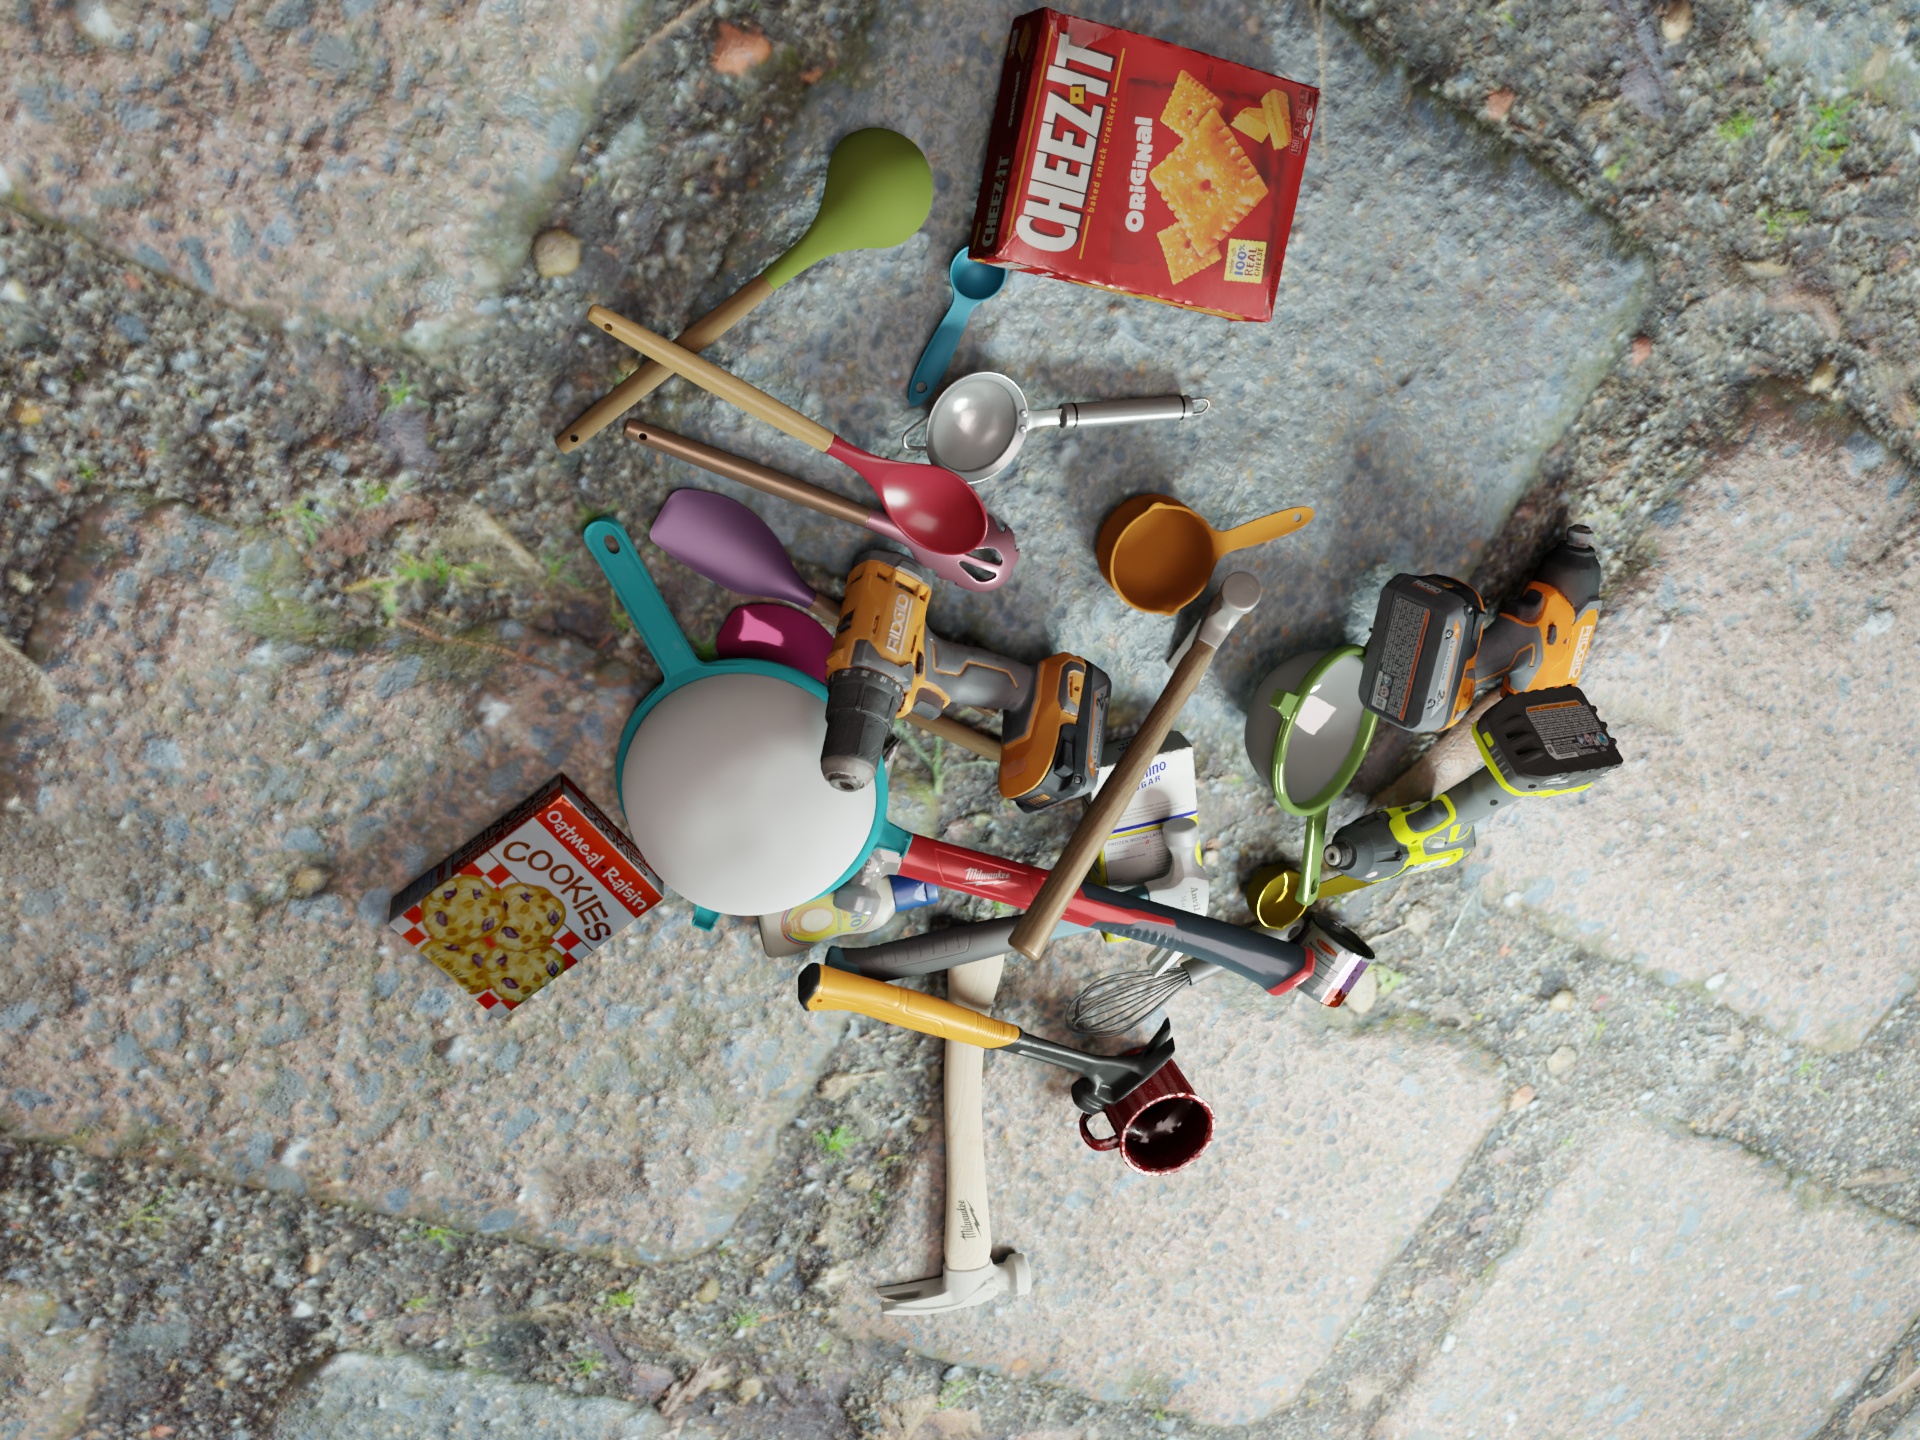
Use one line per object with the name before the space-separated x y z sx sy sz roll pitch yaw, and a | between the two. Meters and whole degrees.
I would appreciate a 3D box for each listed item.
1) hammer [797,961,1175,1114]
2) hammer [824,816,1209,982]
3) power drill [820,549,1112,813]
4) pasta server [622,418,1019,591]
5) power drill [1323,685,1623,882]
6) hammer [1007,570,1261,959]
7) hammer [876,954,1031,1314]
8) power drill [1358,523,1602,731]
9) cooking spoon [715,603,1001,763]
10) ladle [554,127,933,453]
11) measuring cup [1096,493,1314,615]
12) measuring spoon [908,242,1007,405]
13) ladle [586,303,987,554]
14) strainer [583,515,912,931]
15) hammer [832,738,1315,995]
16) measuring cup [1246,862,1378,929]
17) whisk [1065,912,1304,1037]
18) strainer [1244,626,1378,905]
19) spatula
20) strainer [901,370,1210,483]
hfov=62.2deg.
hammer | 0.019 0.256 1.332 0.336 0.034 0.127 21 131 -26
hammer | 0.045 0.175 1.324 0.331 0.033 0.128 -12 110 -2
power drill | -0.002 -0.004 1.193 0.226 0.185 0.084 26 149 -26
pasta server | -0.095 -0.161 1.172 0.316 0.040 0.060 18 108 -19
power drill | 0.419 0.065 1.327 0.171 0.080 0.223 -6 152 -38
hammer | 0.132 0.038 1.235 0.031 0.130 0.331 31 80 3
hammer | -0.006 0.370 1.440 0.146 0.038 0.410 -6 115 -13
power drill | 0.444 -0.078 1.318 0.226 0.084 0.164 -8 117 -34
cooking spoon | -0.046 -0.010 1.259 0.318 0.017 0.068 25 104 -25
ladle | -0.153 -0.288 1.092 0.320 0.062 0.078 -36 116 10
measuring cup | 0.189 -0.146 1.249 0.173 0.052 0.095 -18 118 -10
measuring spoon | -0.008 -0.286 1.147 0.042 0.021 0.128 18 117 -23
ladle | -0.114 -0.204 1.106 0.315 0.031 0.069 27 131 -23
strainer | -0.190 0.014 1.159 0.211 0.095 0.340 -22 111 14
hammer | 0.102 0.132 1.277 0.386 0.038 0.143 16 90 -4
measuring cup | 0.327 0.146 1.446 0.156 0.029 0.062 -12 116 -25
whisk | 0.204 0.225 1.432 0.239 0.055 0.055 -23 119 -10
strainer | 0.285 0.044 1.354 0.151 0.069 0.256 -30 131 -36
spatula | -0.092 -0.081 1.212 0.315 0.018 0.060 32 91 -26
strainer | 0.071 -0.225 1.183 0.258 0.050 0.086 -8 124 -20
